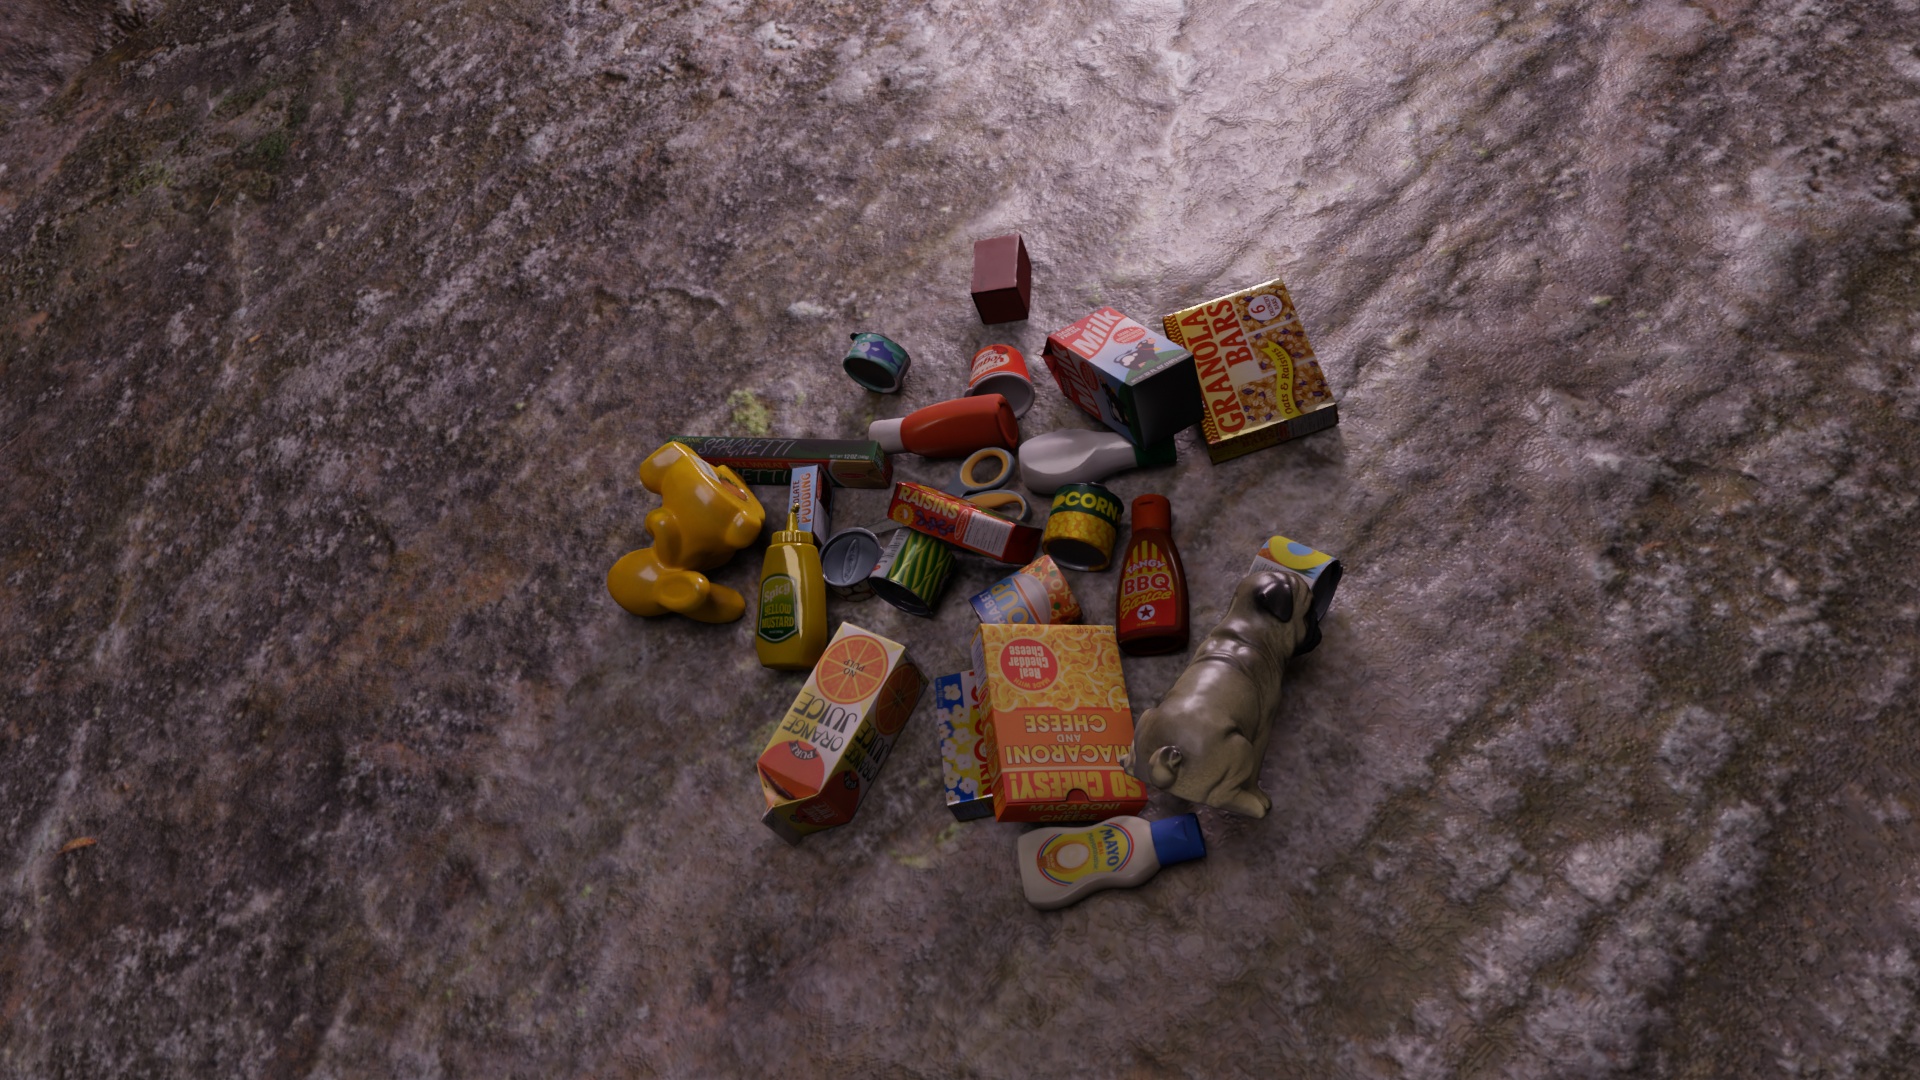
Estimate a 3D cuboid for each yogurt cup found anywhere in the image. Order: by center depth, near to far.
[{"bbox_3d":[0.039,-0.161,1.405,0.072,0.072,0.054,-14,48,11],"label":"yogurt cup"}]

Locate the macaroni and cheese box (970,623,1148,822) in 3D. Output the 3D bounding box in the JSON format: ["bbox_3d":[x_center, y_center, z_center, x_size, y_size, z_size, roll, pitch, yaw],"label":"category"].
[{"bbox_3d":[0.081,0.151,1.169,0.124,0.040,0.167,2,55,-15],"label":"macaroni and cheese box"}]

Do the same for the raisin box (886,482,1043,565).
[{"bbox_3d":[0.005,-0.016,1.297,0.123,0.086,0.040,21,95,21],"label":"raisin box"}]

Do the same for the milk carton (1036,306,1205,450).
[{"bbox_3d":[0.148,-0.166,1.340,0.072,0.073,0.191,-28,36,-13],"label":"milk carton"}]

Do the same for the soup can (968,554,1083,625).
[{"bbox_3d":[0.059,0.060,1.251,0.084,0.071,0.071,-30,54,-1],"label":"soup can"}]

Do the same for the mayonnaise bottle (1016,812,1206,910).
[{"bbox_3d":[0.122,0.254,1.124,0.148,0.041,0.065,-16,56,10],"label":"mayonnaise bottle"}]

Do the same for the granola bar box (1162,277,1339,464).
[{"bbox_3d":[0.277,-0.164,1.339,0.124,0.039,0.166,-18,55,8],"label":"granola bar box"}]

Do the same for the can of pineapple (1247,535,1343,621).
[{"bbox_3d":[0.286,0.035,1.193,0.058,0.070,0.071,25,70,30],"label":"can of pineapple"}]

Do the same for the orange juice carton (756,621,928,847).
[{"bbox_3d":[-0.112,0.178,1.235,0.073,0.071,0.193,18,66,29],"label":"orange juice carton"}]

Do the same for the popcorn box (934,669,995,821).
[{"bbox_3d":[0.027,0.172,1.211,0.085,0.038,0.127,-13,56,10],"label":"popcorn box"}]

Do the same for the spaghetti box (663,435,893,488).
[{"bbox_3d":[-0.193,-0.082,1.442,0.250,0.050,0.029,3,58,21],"label":"spaghetti box"}]

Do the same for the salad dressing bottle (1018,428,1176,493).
[{"bbox_3d":[0.132,-0.082,1.334,0.147,0.043,0.064,-9,51,12],"label":"salad dressing bottle"}]

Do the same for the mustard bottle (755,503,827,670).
[{"bbox_3d":[-0.162,0.042,1.324,0.065,0.049,0.160,-7,78,26],"label":"mustard bottle"}]

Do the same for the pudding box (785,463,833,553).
[{"bbox_3d":[-0.151,-0.029,1.393,0.030,0.049,0.084,-6,58,14],"label":"pudding box"}]

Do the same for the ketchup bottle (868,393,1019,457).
[{"bbox_3d":[-0.020,-0.110,1.394,0.149,0.064,0.044,-5,49,24],"label":"ketchup bottle"}]

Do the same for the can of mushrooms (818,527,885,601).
[{"bbox_3d":[-0.102,0.024,1.353,0.071,0.033,0.071,-9,56,14],"label":"can of mushrooms"}]

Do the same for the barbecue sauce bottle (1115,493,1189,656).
[{"bbox_3d":[0.172,0.029,1.249,0.065,0.043,0.149,-10,55,22],"label":"barbecue sauce bottle"}]

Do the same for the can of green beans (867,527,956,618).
[{"bbox_3d":[-0.045,0.030,1.310,0.071,0.071,0.058,18,66,28],"label":"can of green beans"}]

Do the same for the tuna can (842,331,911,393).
[{"bbox_3d":[-0.091,-0.188,1.462,0.071,0.071,0.033,13,65,26],"label":"tuna can"}]

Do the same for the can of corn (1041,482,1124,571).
[{"bbox_3d":[0.113,-0.013,1.279,0.071,0.071,0.058,5,62,22],"label":"can of corn"}]
